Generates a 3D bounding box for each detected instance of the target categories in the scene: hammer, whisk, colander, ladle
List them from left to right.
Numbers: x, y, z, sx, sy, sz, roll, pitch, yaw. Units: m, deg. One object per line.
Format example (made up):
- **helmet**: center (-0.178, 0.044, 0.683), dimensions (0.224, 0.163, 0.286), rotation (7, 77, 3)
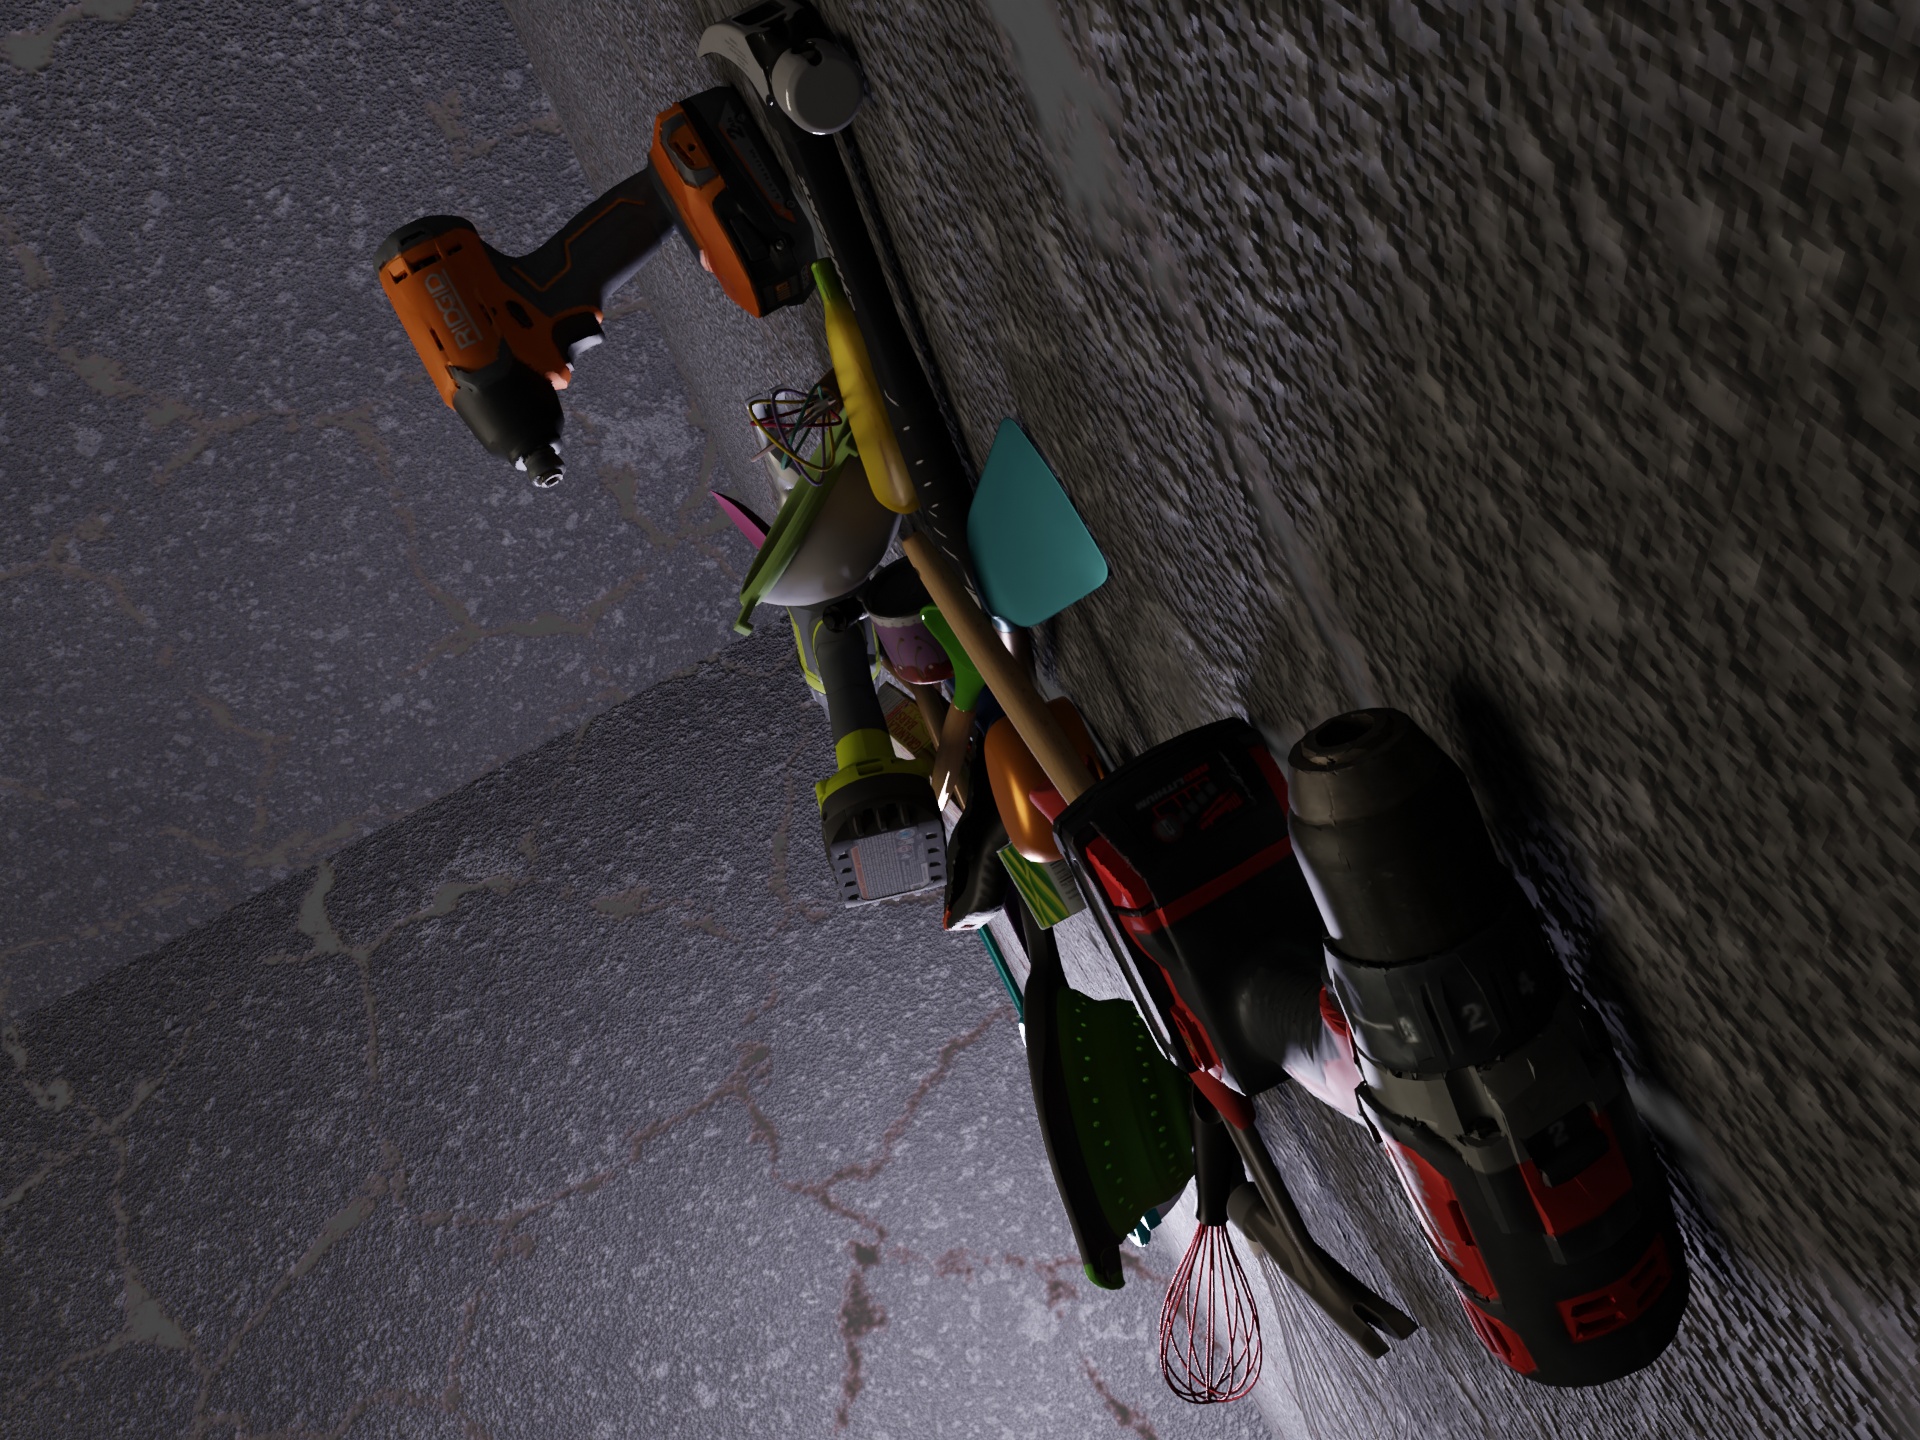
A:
- **whisk**: center (-0.084, -0.180, 0.909), dimensions (0.245, 0.047, 0.051), rotation (-83, 5, -70)
- **hammer**: center (-0.062, -0.111, 1.179), dimensions (0.406, 0.035, 0.143), rotation (51, 163, 43)
- **hammer**: center (-0.036, -0.179, 0.760), dimensions (0.146, 0.035, 0.334), rotation (55, 171, 47)
- **ladle**: center (0.065, 0.044, 0.745), dimensions (0.315, 0.031, 0.069), rotation (56, 175, -12)
- **colander**: center (0.102, 0.190, 1.130), dimensions (0.204, 0.094, 0.397), rotation (52, -156, -64)
- **hammer**: center (0.132, 0.177, 0.849), dimensions (0.358, 0.037, 0.149), rotation (62, 167, -21)
- **whisk**: center (0.165, 0.337, 1.040), dimensions (0.073, 0.073, 0.295), rotation (-128, 31, -60)
- **whisk**: center (0.224, 0.389, 1.097), dimensions (0.070, 0.070, 0.285), rotation (68, 176, -51)

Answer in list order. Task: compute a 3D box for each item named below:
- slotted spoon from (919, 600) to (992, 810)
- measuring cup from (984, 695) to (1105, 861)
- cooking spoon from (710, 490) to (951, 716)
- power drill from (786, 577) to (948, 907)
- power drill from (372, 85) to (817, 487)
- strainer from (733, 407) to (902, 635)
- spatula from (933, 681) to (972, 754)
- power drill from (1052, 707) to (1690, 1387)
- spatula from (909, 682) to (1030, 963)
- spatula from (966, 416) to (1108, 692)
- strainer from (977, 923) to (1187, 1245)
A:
- **slotted spoon**: center (-0.002, -0.003, 1.018), dimensions (0.070, 0.031, 0.313), rotation (24, 156, 4)
- **measuring cup**: center (0.056, 0.076, 0.892), dimensions (0.095, 0.052, 0.173), rotation (-154, 49, -80)
- **cooking spoon**: center (-0.086, -0.079, 1.237), dimensions (0.069, 0.017, 0.318), rotation (33, 172, 48)
- **power drill**: center (-0.072, 0.012, 1.132), dimensions (0.190, 0.080, 0.229), rotation (85, 171, -57)
- **power drill**: center (-0.197, -0.242, 0.905), dimensions (0.164, 0.226, 0.084), rotation (61, 175, 7)
- **strainer**: center (-0.078, -0.147, 1.080), dimensions (0.069, 0.151, 0.256), rotation (30, -159, -11)
- **spatula**: center (-0.017, -0.043, 1.334), dimensions (0.081, 0.041, 0.322), rotation (57, 169, 25)
- **power drill**: center (0.106, 0.065, 0.471), dimensions (0.187, 0.080, 0.227), rotation (63, 171, -19)
- **spatula**: center (0.001, 0.047, 1.228), dimensions (0.316, 0.018, 0.059), rotation (67, -170, 13)
- **spatula**: center (0.035, -0.048, 0.794), dimensions (0.082, 0.044, 0.317), rotation (58, 177, 14)
- **strainer**: center (0.109, 0.270, 1.358), dimensions (0.341, 0.095, 0.210), rotation (62, 172, 18)
